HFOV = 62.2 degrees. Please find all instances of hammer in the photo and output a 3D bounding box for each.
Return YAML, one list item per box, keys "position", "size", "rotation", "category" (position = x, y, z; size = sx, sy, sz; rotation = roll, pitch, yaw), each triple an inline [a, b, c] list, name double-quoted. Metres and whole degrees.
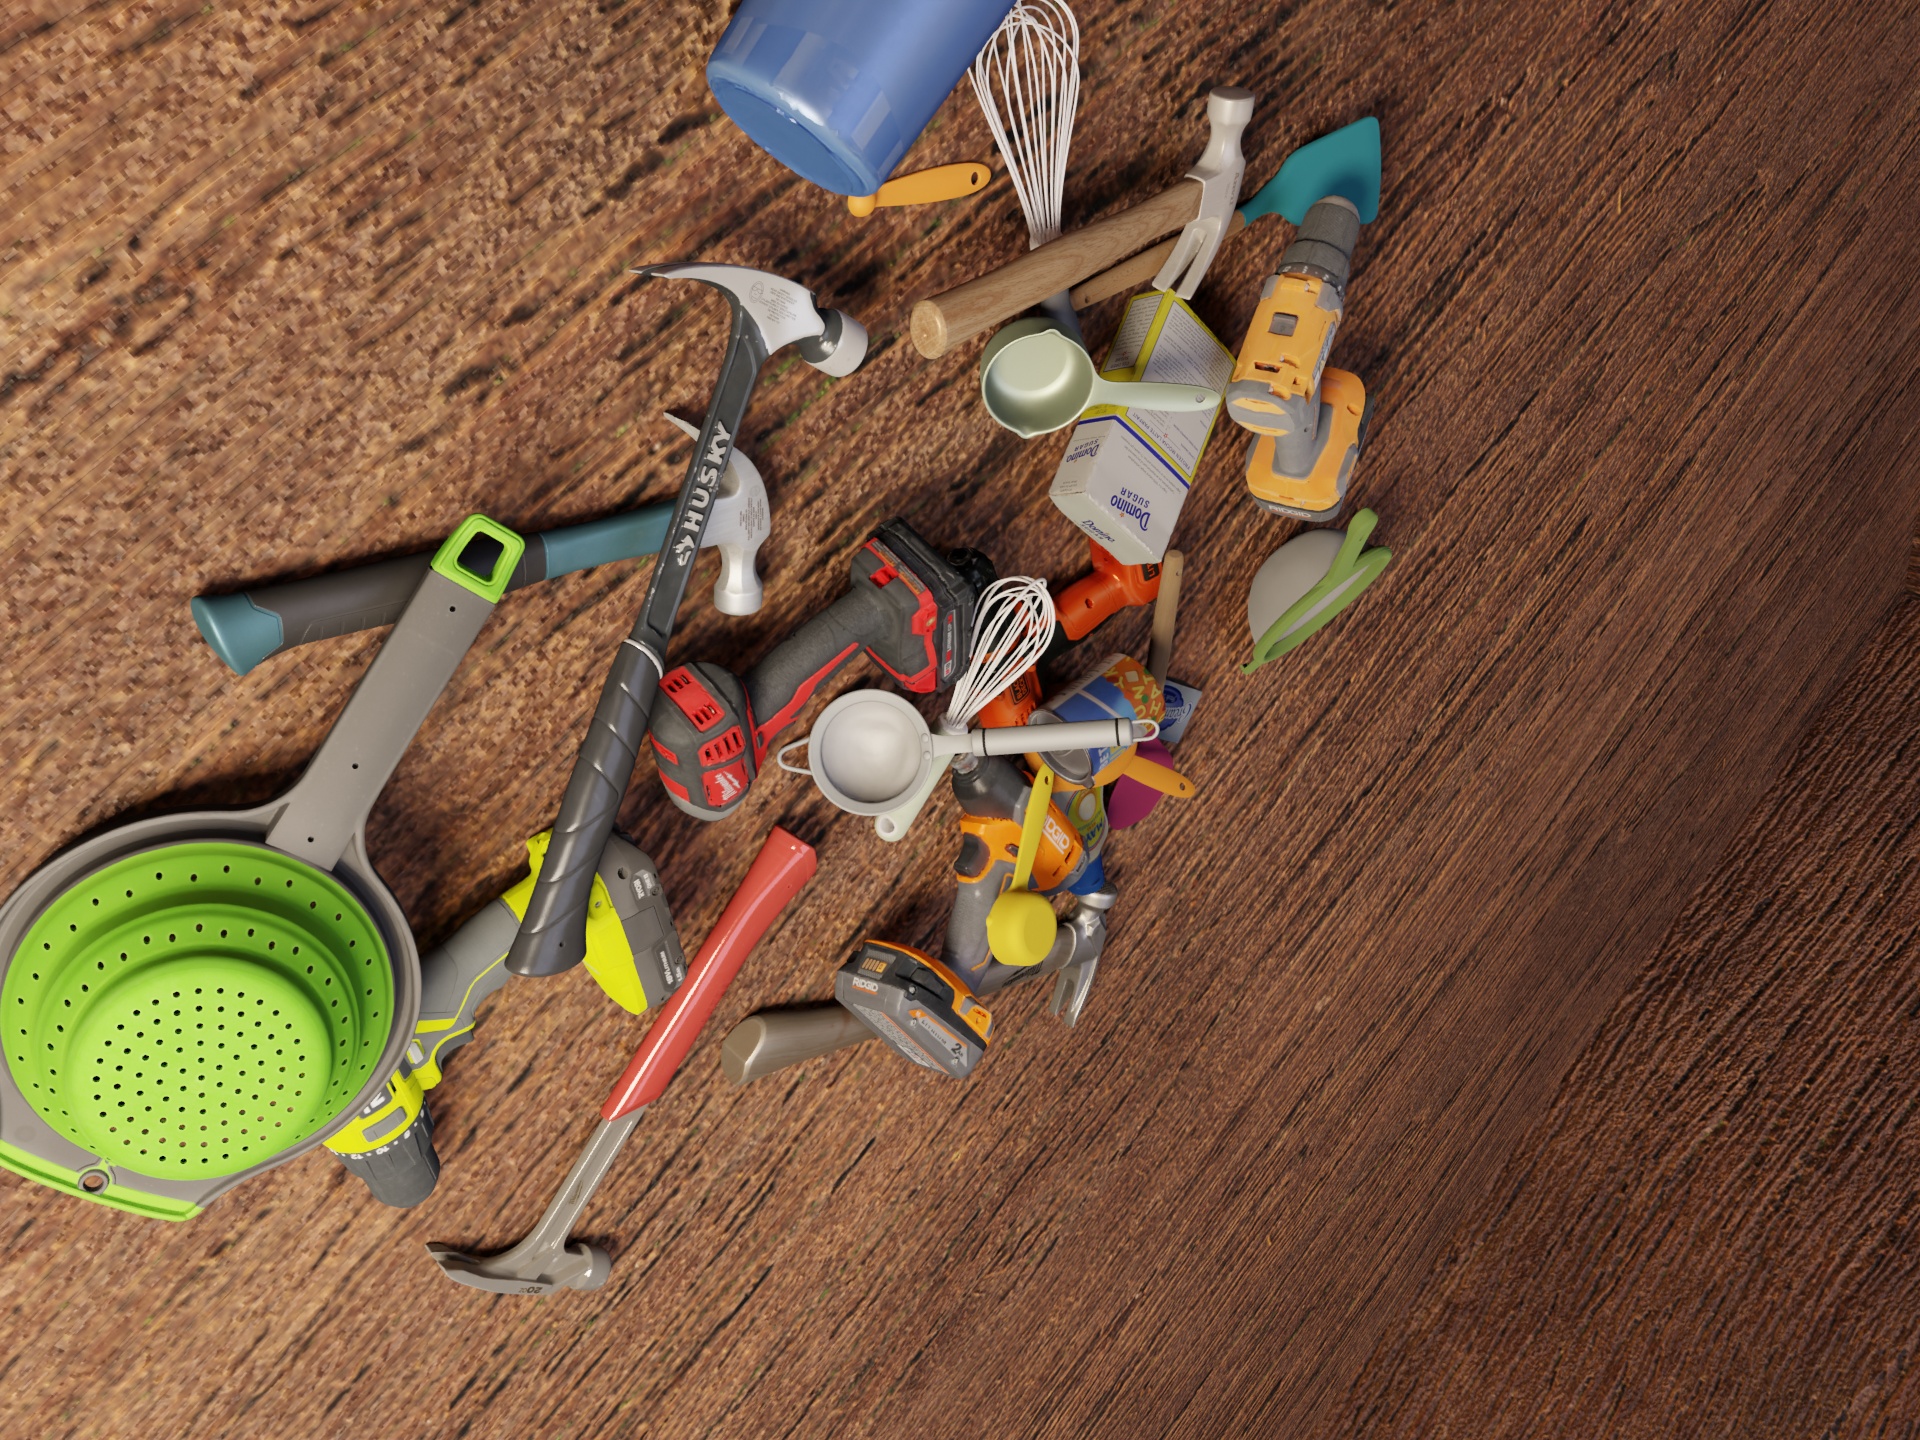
- position: [-0.240, -0.084, 0.858]
  size: [0.331, 0.033, 0.128]
  rotation: [-21, 128, -40]
  category: "hammer"
- position: [0.084, -0.299, 1.014]
  size: [0.331, 0.031, 0.130]
  rotation: [-37, 145, -37]
  category: "hammer"
- position: [-0.213, 0.229, 1.085]
  size: [0.359, 0.037, 0.149]
  rotation: [-58, 142, -2]
  category: "hammer"
- position: [-0.024, 0.233, 1.301]
  size: [0.410, 0.038, 0.146]
  rotation: [-10, 122, -45]
  category: "hammer"
- position: [-0.171, -0.054, 0.872]
  size: [0.149, 0.036, 0.409]
  rotation: [18, 91, -50]
  category: "hammer"

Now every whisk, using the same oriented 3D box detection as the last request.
- position: [0.051, -0.331, 1.018]
  size: [0.070, 0.070, 0.284]
  rotation: [-42, 144, -23]
  category: "whisk"
- position: [-0.002, -0.004, 1.122]
  size: [0.059, 0.058, 0.246]
  rotation: [-32, 158, -56]
  category: "whisk"

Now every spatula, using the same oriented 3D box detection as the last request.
- position: [0.195, -0.360, 1.168]
  size: [0.317, 0.044, 0.082]
  rotation: [-33, 132, -29]
  category: "spatula"

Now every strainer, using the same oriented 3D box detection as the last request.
- position: [0.006, 0.017, 1.082]
  size: [0.050, 0.258, 0.087]
  rotation: [-4, 89, -80]
  category: "strainer"
- position: [0.301, -0.138, 1.355]
  size: [0.151, 0.069, 0.256]
  rotation: [-36, 166, -9]
  category: "strainer"

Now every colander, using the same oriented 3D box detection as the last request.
- position: [-0.318, 0.080, 0.759]
  size: [0.204, 0.095, 0.397]
  rotation: [31, 91, -28]
  category: "colander"

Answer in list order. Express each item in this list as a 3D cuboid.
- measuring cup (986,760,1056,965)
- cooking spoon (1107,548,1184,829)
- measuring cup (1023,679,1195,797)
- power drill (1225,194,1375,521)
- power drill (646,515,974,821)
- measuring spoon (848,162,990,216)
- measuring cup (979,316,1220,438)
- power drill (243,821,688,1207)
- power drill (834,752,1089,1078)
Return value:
- position: [0.059, 0.107, 1.189]
  size: [0.062, 0.029, 0.156]
  rotation: [22, 77, -48]
  category: "measuring cup"
- position: [0.157, -0.017, 1.306]
  size: [0.069, 0.017, 0.318]
  rotation: [-24, 142, -22]
  category: "cooking spoon"
- position: [0.132, 0.026, 1.268]
  size: [0.173, 0.052, 0.095]
  rotation: [23, 73, -24]
  category: "measuring cup"
- position: [0.271, -0.275, 1.235]
  size: [0.185, 0.084, 0.226]
  rotation: [-69, 157, -12]
  category: "power drill"
- position: [-0.098, -0.021, 1.013]
  size: [0.219, 0.079, 0.143]
  rotation: [-36, 156, -21]
  category: "power drill"
- position: [-0.021, -0.324, 0.970]
  size: [0.117, 0.011, 0.021]
  rotation: [-26, 130, -37]
  category: "measuring spoon"
- position: [0.094, -0.232, 1.076]
  size: [0.167, 0.038, 0.083]
  rotation: [2, 132, -13]
  category: "measuring cup"
- position: [-0.281, 0.171, 0.940]
  size: [0.228, 0.080, 0.190]
  rotation: [-32, 133, -28]
  category: "power drill"
- position: [0.000, 0.136, 1.207]
  size: [0.164, 0.084, 0.226]
  rotation: [50, 60, -38]
  category: "power drill"
